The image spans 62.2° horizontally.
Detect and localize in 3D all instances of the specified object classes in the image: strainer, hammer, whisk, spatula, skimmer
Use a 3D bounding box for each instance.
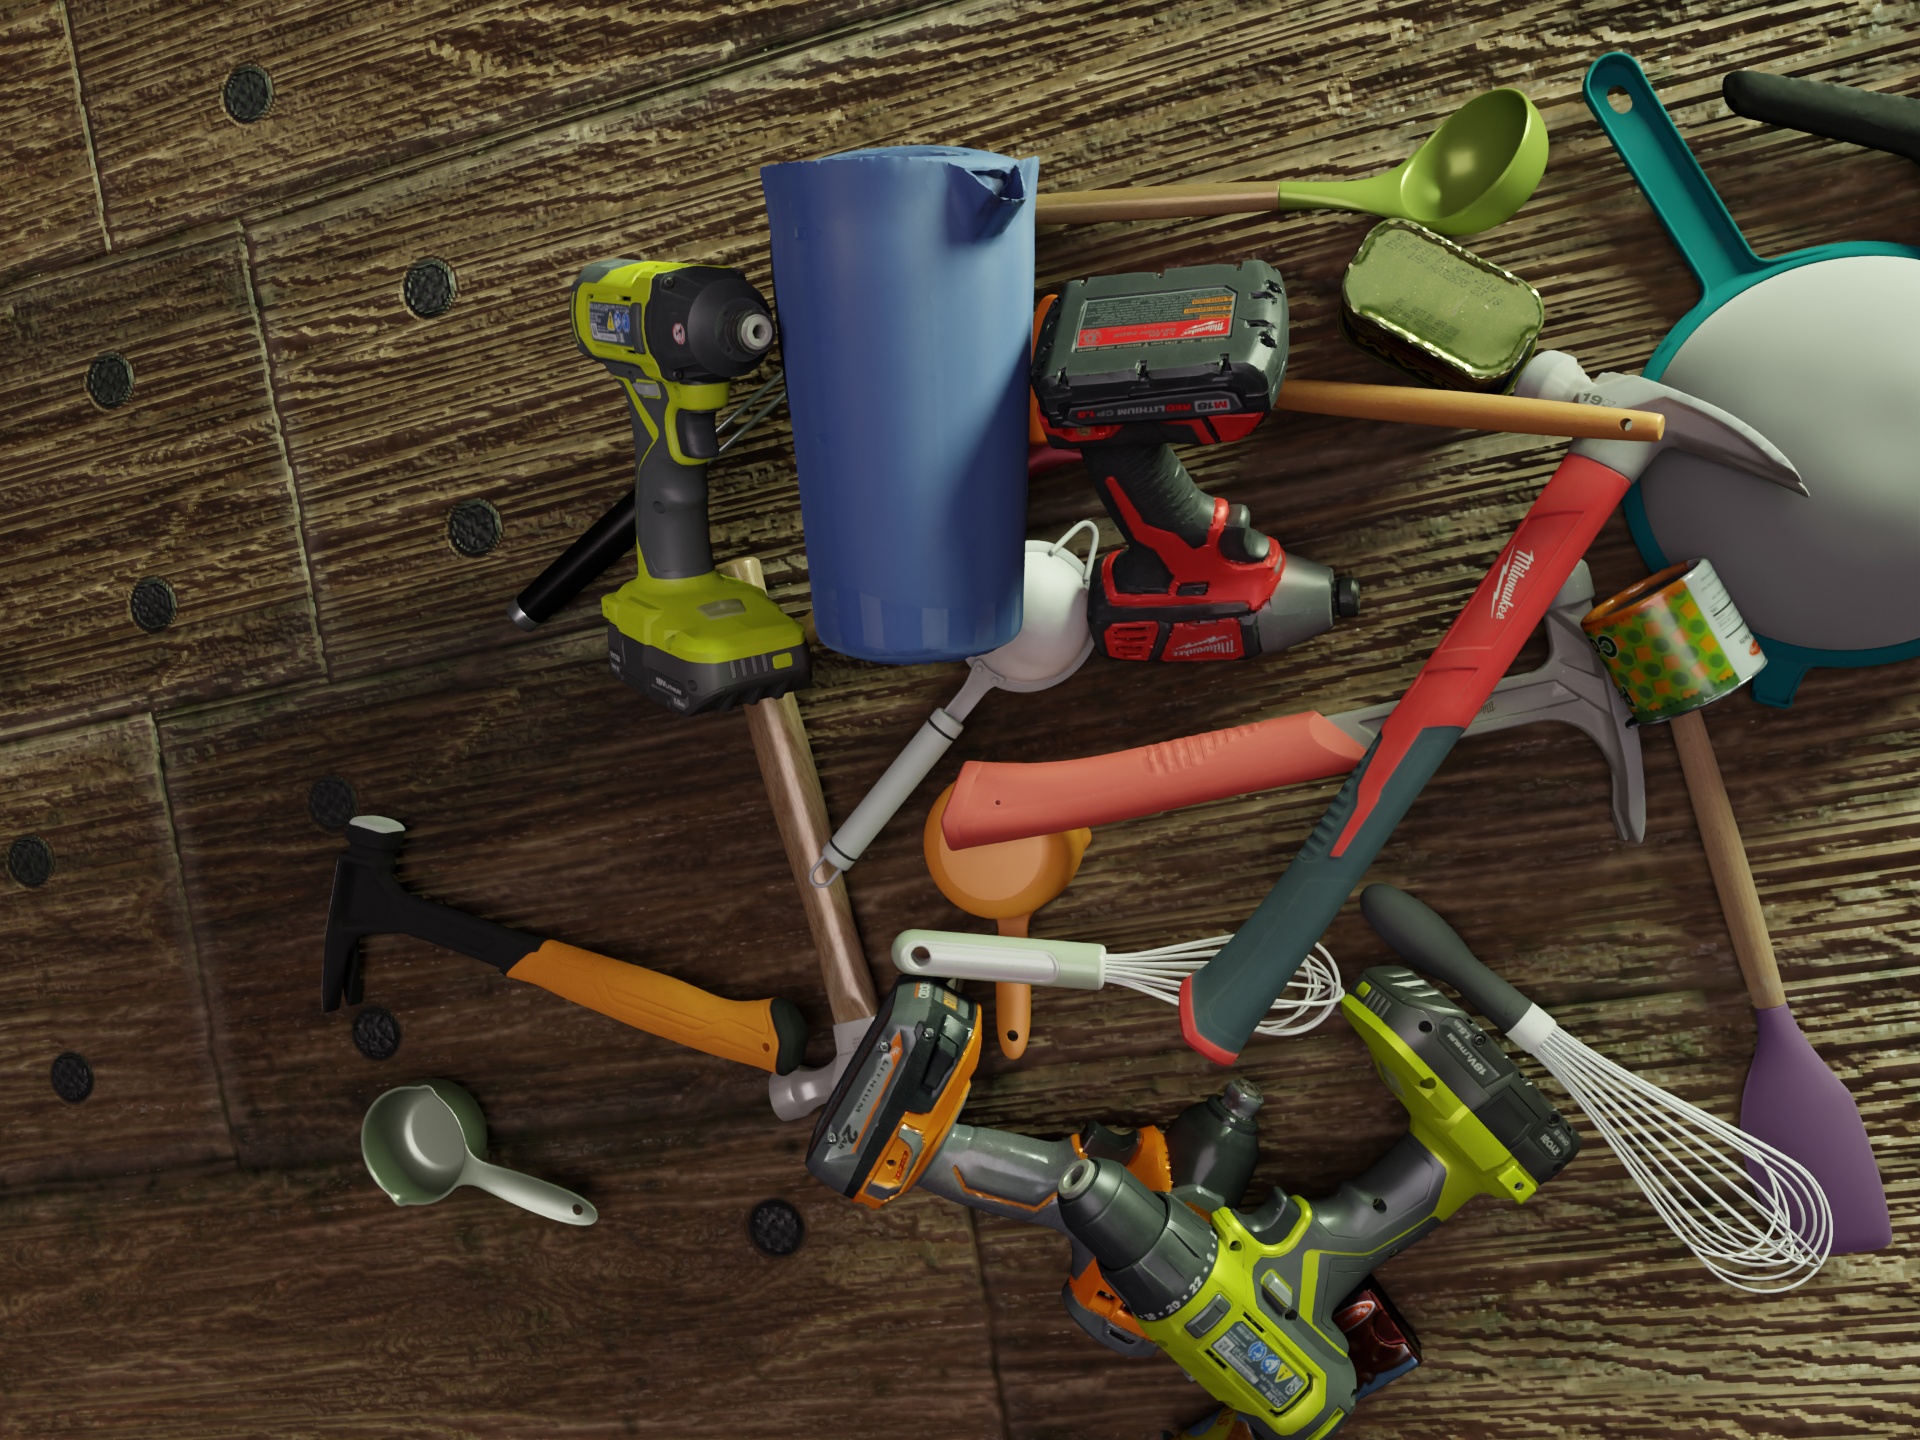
[{"bbox_3d":[0.400,-0.185,0.761,0.211,0.095,0.340,-31,86,15],"label":"strainer"},{"bbox_3d":[-0.247,0.159,0.969,0.337,0.034,0.127,14,96,20],"label":"hammer"},{"bbox_3d":[0.323,0.181,0.826,0.285,0.070,0.070,42,102,15],"label":"whisk"},{"bbox_3d":[-0.001,-0.003,0.887,0.086,0.050,0.258,36,100,-22],"label":"strainer"},{"bbox_3d":[0.179,-0.162,0.798,0.323,0.041,0.081,13,100,32],"label":"spatula"},{"bbox_3d":[0.084,0.136,0.865,0.246,0.059,0.058,4,99,4],"label":"whisk"},{"bbox_3d":[0.406,0.122,0.817,0.060,0.018,0.316,-16,89,28],"label":"spatula"},{"bbox_3d":[-0.143,-0.170,0.911,0.363,0.090,0.127,-38,85,14],"label":"skimmer"},{"bbox_3d":[0.235,0.012,0.768,0.143,0.038,0.386,38,99,41],"label":"hammer"},{"bbox_3d":[-0.089,0.065,0.940,0.130,0.031,0.331,-16,89,16],"label":"hammer"},{"bbox_3d":[0.168,0.026,0.837,0.359,0.036,0.149,-13,89,5],"label":"hammer"}]

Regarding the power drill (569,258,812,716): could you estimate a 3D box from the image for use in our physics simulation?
[{"bbox_3d":[-0.139,-0.124,0.832,0.171,0.080,0.223,24,123,52],"label":"power drill"}]

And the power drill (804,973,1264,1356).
[{"bbox_3d":[0.048,0.230,0.874,0.226,0.084,0.164,29,100,-3],"label":"power drill"}]

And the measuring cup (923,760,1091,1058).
[{"bbox_3d":[0.024,0.111,0.901,0.095,0.052,0.173,-1,91,15],"label":"measuring cup"}]

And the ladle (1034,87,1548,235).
[{"bbox_3d":[0.142,-0.287,0.847,0.320,0.062,0.078,3,63,18],"label":"ladle"}]

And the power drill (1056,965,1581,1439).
[{"bbox_3d":[0.179,0.237,0.810,0.228,0.080,0.190,-44,102,0],"label":"power drill"}]

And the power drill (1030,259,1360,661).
[{"bbox_3d":[0.121,-0.113,0.793,0.143,0.219,0.079,0,51,19],"label":"power drill"}]

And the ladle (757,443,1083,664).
[{"bbox_3d":[-0.004,-0.112,0.896,0.315,0.031,0.069,-37,87,9],"label":"ladle"}]

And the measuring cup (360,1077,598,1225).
[{"bbox_3d":[-0.297,0.280,1.007,0.167,0.038,0.083,18,98,12],"label":"measuring cup"}]
